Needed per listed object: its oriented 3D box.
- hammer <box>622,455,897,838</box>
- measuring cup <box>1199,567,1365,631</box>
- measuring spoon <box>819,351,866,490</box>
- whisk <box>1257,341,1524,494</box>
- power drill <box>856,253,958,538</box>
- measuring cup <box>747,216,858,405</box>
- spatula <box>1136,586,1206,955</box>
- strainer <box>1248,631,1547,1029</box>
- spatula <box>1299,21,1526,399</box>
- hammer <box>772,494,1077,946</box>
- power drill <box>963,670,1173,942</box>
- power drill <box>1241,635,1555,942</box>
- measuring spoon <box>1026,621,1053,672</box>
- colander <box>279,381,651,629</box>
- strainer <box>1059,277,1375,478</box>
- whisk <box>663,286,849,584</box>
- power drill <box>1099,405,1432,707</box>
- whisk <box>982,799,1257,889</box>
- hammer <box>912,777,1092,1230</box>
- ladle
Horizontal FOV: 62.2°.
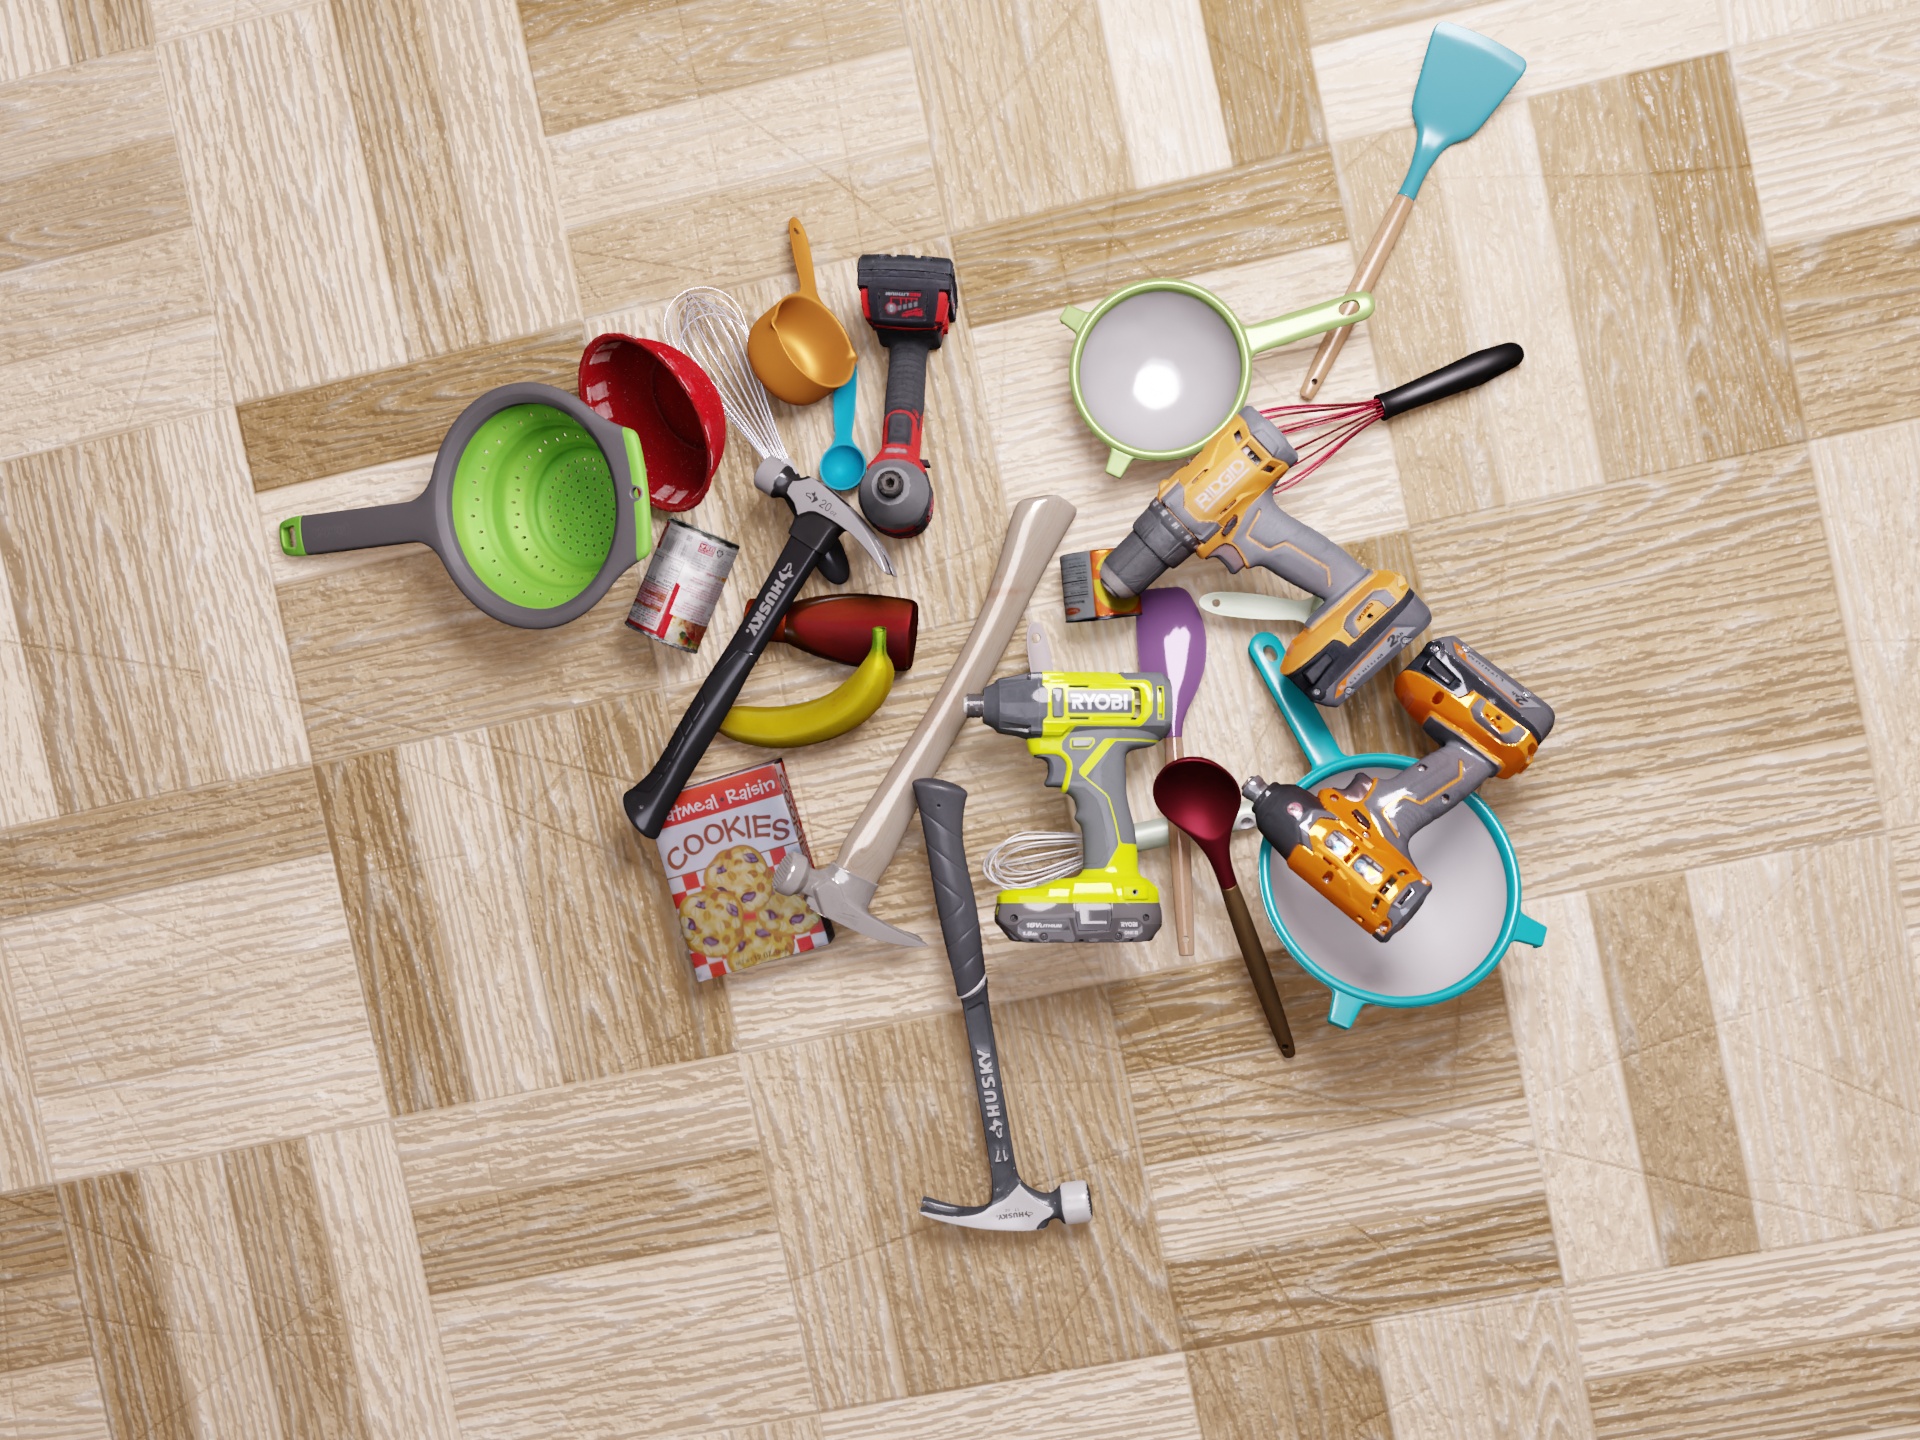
[{"bbox_3d":[-0.185,-0.045,1.345,0.146,0.035,0.335,33,97,14],"label":"hammer"},{"bbox_3d":[0.287,-0.093,1.352,0.167,0.038,0.083,6,93,7],"label":"measuring cup"},{"bbox_3d":[-0.099,-0.262,1.393,0.042,0.021,0.129,0,83,12],"label":"measuring spoon"},{"bbox_3d":[0.334,-0.255,1.333,0.296,0.073,0.073,-22,90,0],"label":"whisk"},{"bbox_3d":[-0.049,-0.266,1.323,0.078,0.143,0.220,3,90,2],"label":"power drill"},{"bbox_3d":[-0.146,-0.351,1.370,0.052,0.095,0.174,-28,63,38],"label":"measuring cup"},{"bbox_3d":[0.184,0.040,1.349,0.060,0.018,0.316,-3,80,8],"label":"spatula"},{"bbox_3d":[0.320,0.086,1.337,0.211,0.095,0.341,-21,69,-8],"label":"strainer"},{"bbox_3d":[0.361,-0.416,1.331,0.082,0.044,0.317,26,95,0],"label":"spatula"},{"bbox_3d":[-0.002,-0.004,1.370,0.146,0.038,0.410,29,90,-19],"label":"hammer"},{"bbox_3d":[0.088,0.070,1.313,0.171,0.080,0.223,0,83,-3],"label":"power drill"},{"bbox_3d":[0.342,0.043,1.263,0.164,0.084,0.226,40,77,16],"label":"power drill"},{"bbox_3d":[0.071,-0.025,1.373,0.034,0.018,0.124,-12,101,-16],"label":"measuring spoon"},{"bbox_3d":[-0.419,-0.179,1.394,0.397,0.094,0.204,-3,96,23],"label":"colander"},{"bbox_3d":[0.218,-0.305,1.334,0.256,0.069,0.151,-17,88,5],"label":"strainer"},{"bbox_3d":[-0.168,-0.245,1.378,0.070,0.070,0.284,-28,95,5],"label":"whisk"},{"bbox_3d":[0.241,-0.113,1.285,0.185,0.084,0.226,-43,94,12],"label":"power drill"},{"bbox_3d":[0.140,0.103,1.370,0.246,0.059,0.057,-12,128,2],"label":"whisk"},{"bbox_3d":[0.009,0.247,1.365,0.149,0.036,0.409,-9,98,6],"label":"hammer"},{"bbox_3d":[0.230,0.157,1.315,0.069,0.031,0.315,-13,116,21],"label":"ladle"}]
